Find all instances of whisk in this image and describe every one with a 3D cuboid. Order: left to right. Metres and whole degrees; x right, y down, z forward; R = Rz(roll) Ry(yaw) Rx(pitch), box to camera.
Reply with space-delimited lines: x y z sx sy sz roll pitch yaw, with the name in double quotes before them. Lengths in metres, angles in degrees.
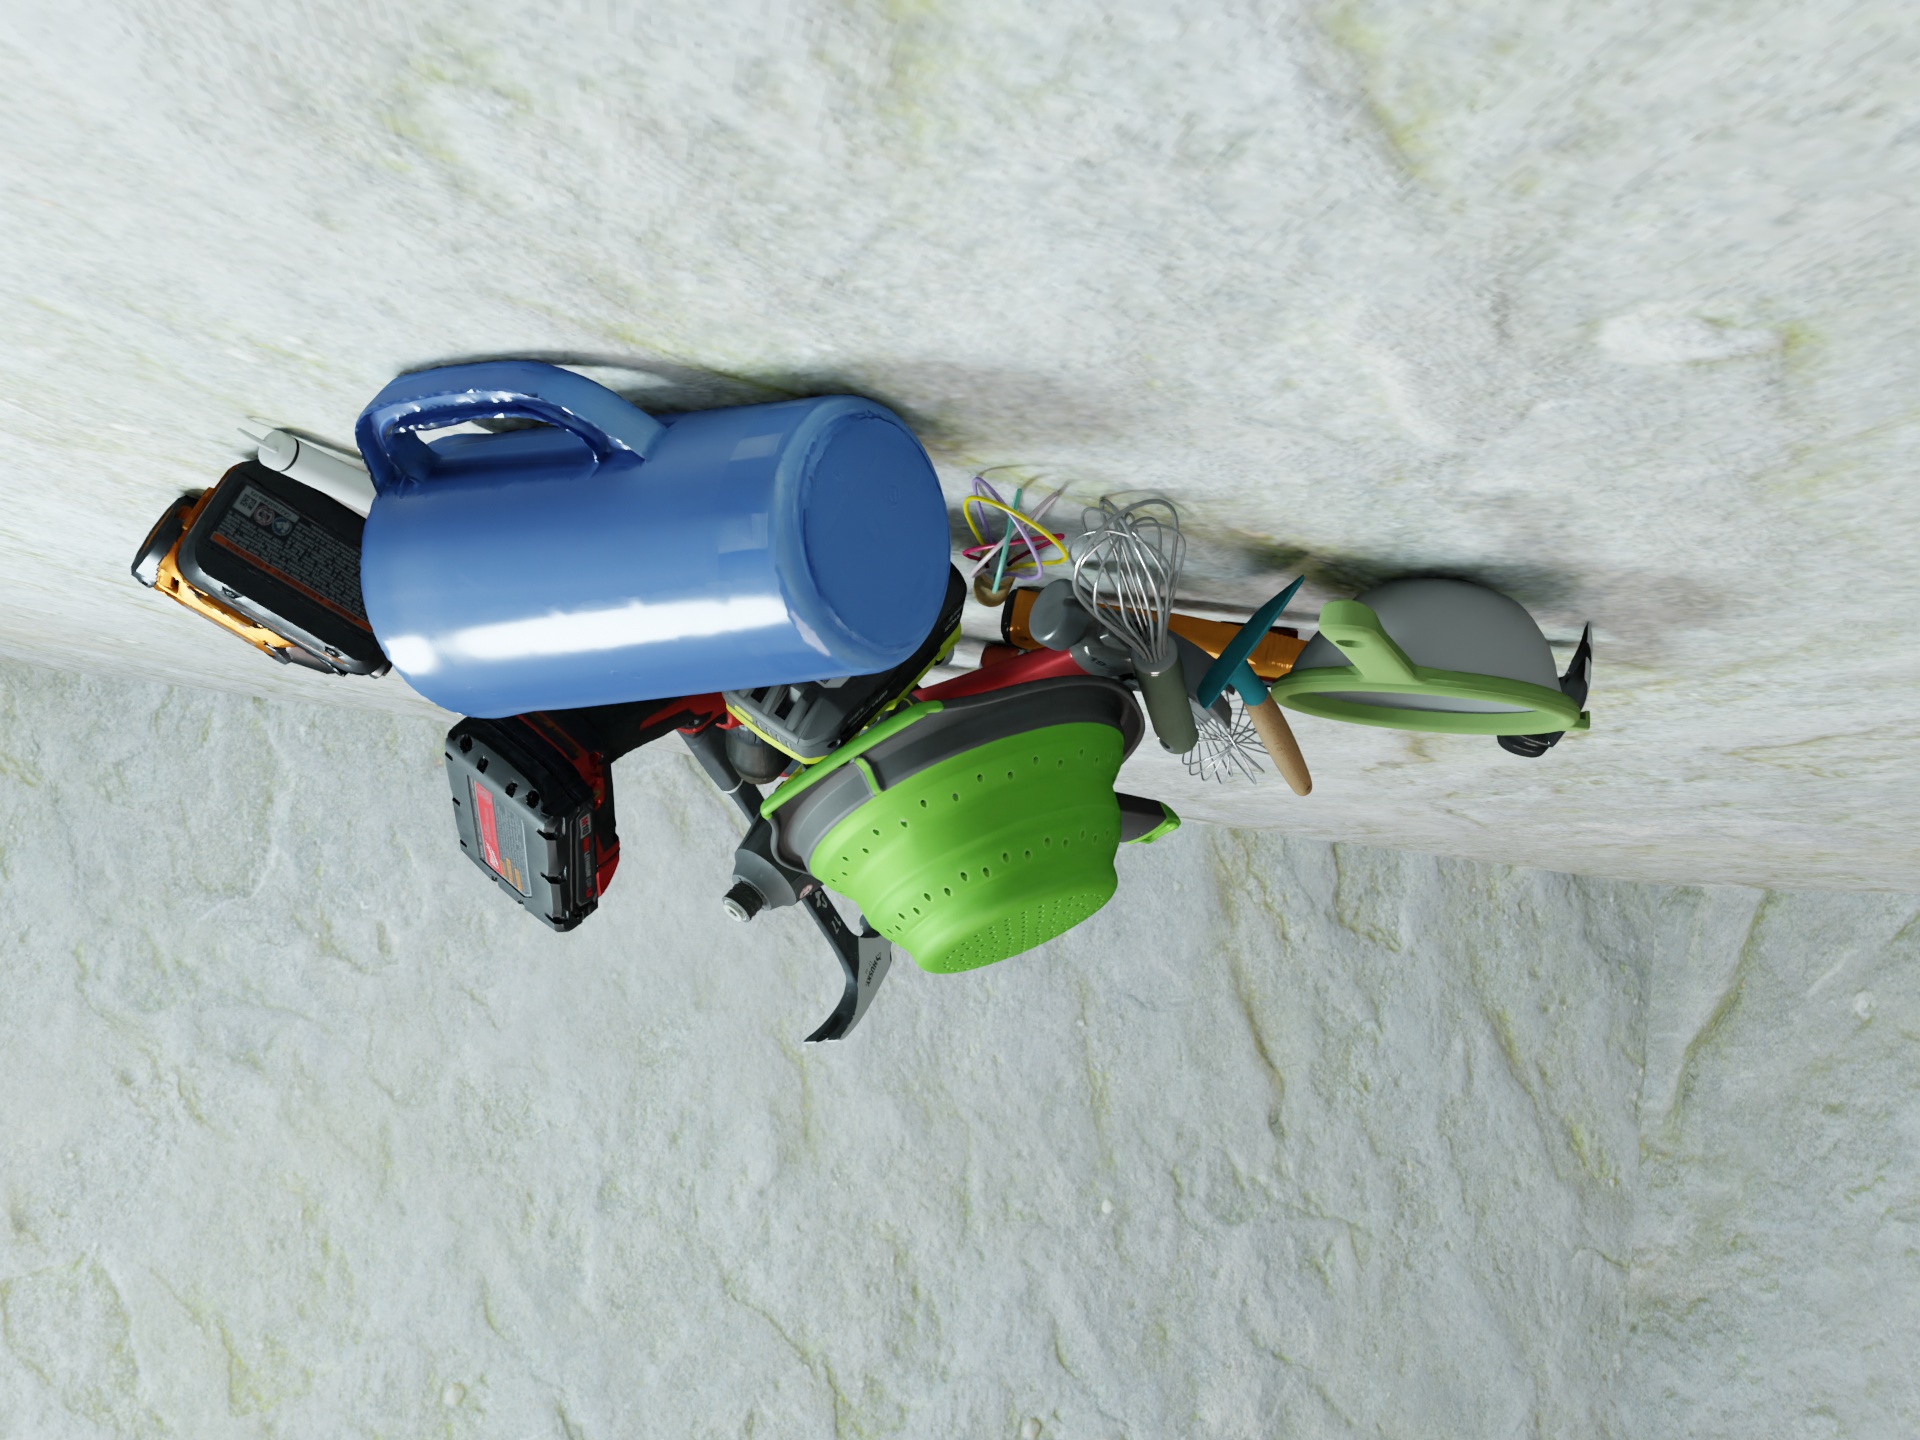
"whisk" 0.023 -0.078 0.801 0.047 0.051 0.245 1 177 -1
"whisk" 0.097 -0.039 0.805 0.058 0.059 0.246 52 176 28
"whisk" 0.172 -0.002 1.122 0.070 0.070 0.284 7 -173 0

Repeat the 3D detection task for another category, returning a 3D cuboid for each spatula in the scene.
"spatula" 0.182 0.000 0.920 0.044 0.082 0.317 34 176 28

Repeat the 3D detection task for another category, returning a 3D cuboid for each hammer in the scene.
"hammer" -0.150 0.053 1.083 0.036 0.149 0.408 -11 127 27
"hammer" -0.002 -0.003 1.032 0.143 0.038 0.386 25 155 -30
"hammer" 0.190 -0.039 0.931 0.337 0.034 0.127 10 159 8

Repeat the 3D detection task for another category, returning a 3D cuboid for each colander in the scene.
"colander" 0.053 0.077 0.883 0.204 0.095 0.396 -32 159 22

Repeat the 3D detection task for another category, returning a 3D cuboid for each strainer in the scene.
"strainer" -0.287 -0.109 0.877 0.087 0.050 0.258 37 -175 31
"strainer" 0.214 -0.044 0.763 0.151 0.069 0.256 4 172 27

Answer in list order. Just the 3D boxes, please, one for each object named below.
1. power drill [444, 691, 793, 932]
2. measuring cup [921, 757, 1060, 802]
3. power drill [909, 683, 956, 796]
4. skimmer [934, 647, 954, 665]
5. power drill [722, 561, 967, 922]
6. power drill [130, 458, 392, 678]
"power drill" -0.162 0.013 0.874 0.080 0.227 0.187 36 143 19
"measuring cup" 0.021 0.016 0.888 0.156 0.029 0.062 -17 161 -3
"power drill" -0.051 0.004 1.242 0.143 0.078 0.219 38 175 -5
"skimmer" -0.107 -0.044 1.023 0.090 0.127 0.363 27 -165 37
"power drill" -0.070 0.010 0.872 0.080 0.171 0.223 34 150 14
"power drill" -0.393 -0.076 0.946 0.164 0.084 0.226 35 162 -28
